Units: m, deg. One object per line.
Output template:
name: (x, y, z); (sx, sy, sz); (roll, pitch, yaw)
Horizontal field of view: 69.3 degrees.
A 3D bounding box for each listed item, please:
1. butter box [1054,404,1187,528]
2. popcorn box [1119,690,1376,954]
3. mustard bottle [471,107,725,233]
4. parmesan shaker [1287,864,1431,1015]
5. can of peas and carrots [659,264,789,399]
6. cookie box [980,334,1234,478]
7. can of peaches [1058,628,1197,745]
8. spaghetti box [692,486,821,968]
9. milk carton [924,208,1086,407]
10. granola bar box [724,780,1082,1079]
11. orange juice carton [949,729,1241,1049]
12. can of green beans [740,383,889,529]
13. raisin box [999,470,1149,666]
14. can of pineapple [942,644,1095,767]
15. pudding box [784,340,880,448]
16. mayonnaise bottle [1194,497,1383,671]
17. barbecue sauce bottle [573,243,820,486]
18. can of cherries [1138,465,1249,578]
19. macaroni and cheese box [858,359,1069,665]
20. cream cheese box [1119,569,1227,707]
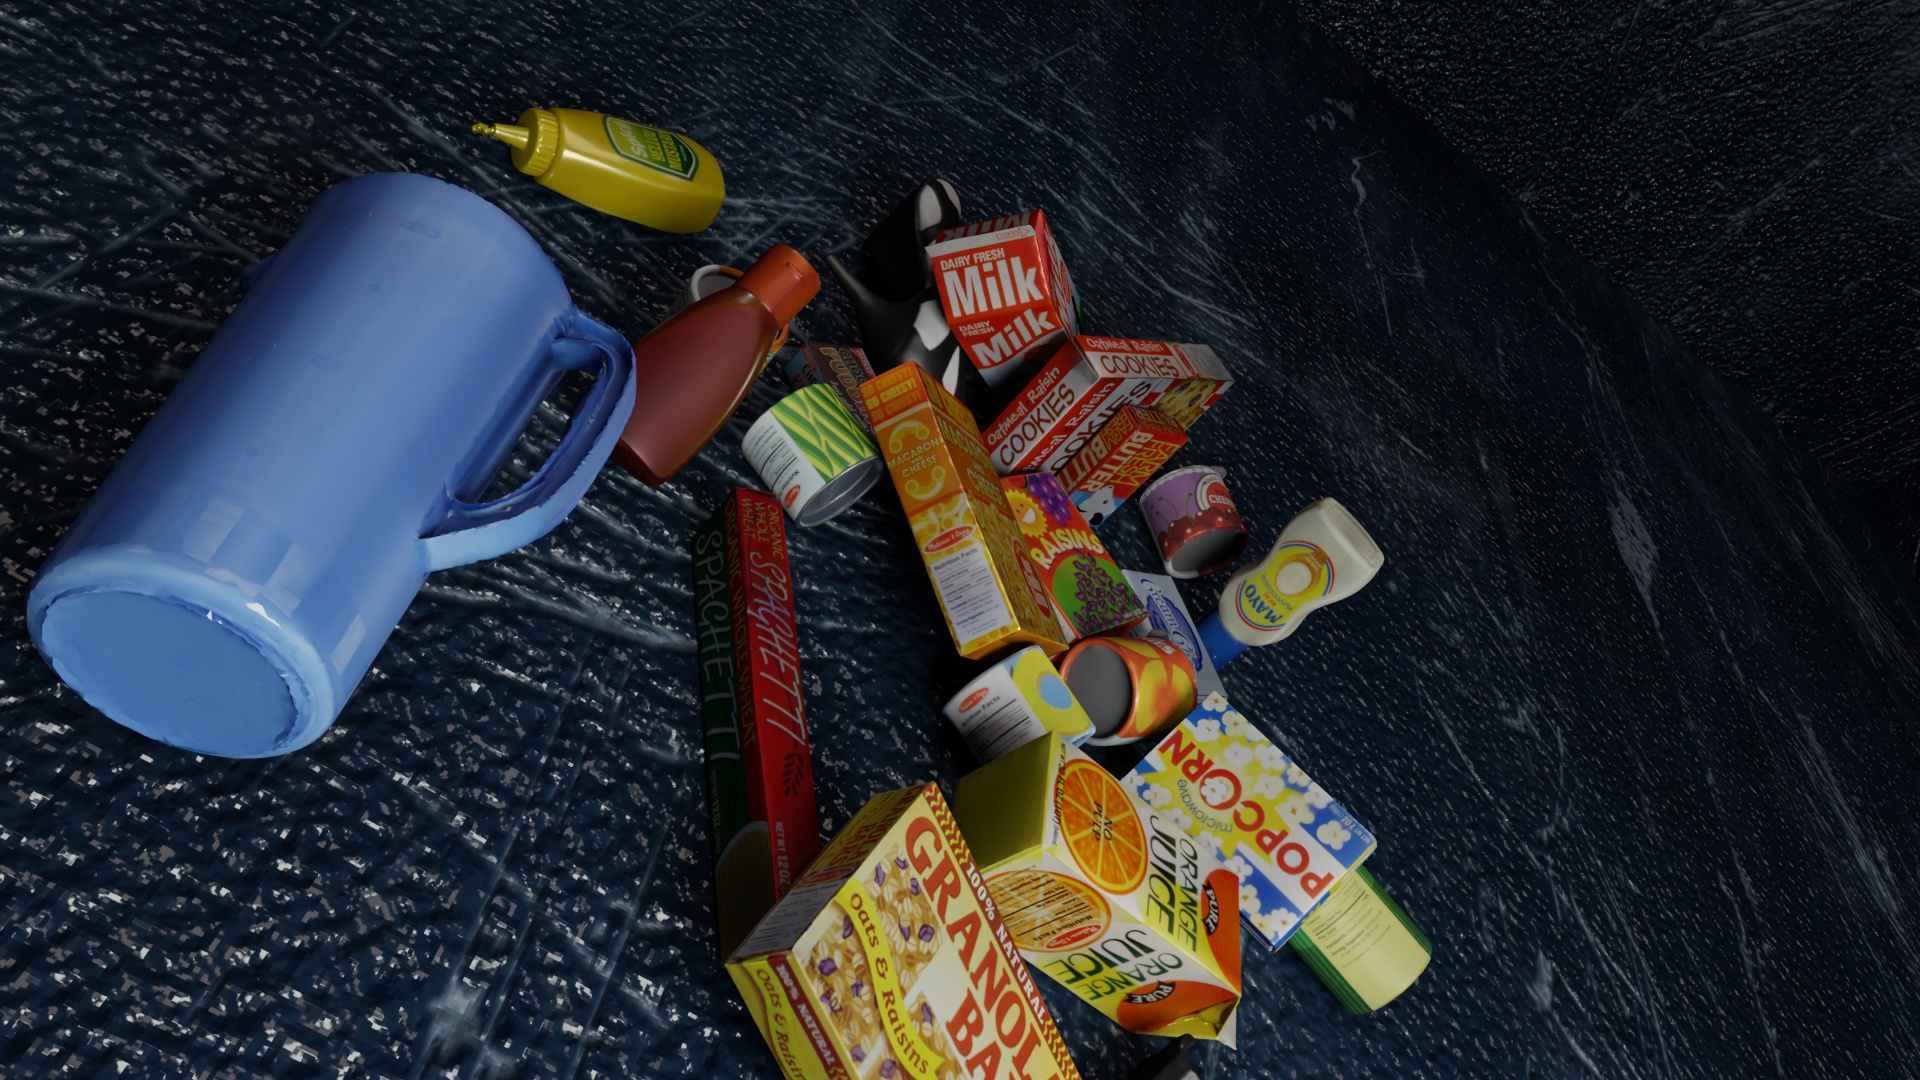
butter box: (0.105, -0.051, 0.968); (0.053, 0.103, 0.024); (8, 48, -40)
popcorn box: (0.162, 0.161, 0.800); (0.127, 0.085, 0.038); (44, -12, 23)
mustard bottle: (-0.227, -0.238, 0.872); (0.160, 0.048, 0.065); (6, 49, -43)
parmesan shaker: (0.222, 0.226, 0.837); (0.103, 0.071, 0.071); (49, 35, 5)
can of peas and carrots: (-0.142, -0.120, 0.827); (0.071, 0.058, 0.071); (27, 39, -24)
cookie box: (0.100, -0.089, 0.984); (0.168, 0.122, 0.040); (-5, 57, -48)
can of peaches: (0.101, 0.089, 0.849); (0.058, 0.071, 0.071); (4, 52, -43)
spaghetti box: (-0.100, 0.081, 0.671); (0.029, 0.050, 0.251); (20, 41, -34)
milk carton: (0.036, -0.163, 0.951); (0.190, 0.072, 0.073); (45, 38, -66)
granola bar box: (-0.017, 0.205, 0.584); (0.125, 0.039, 0.165); (-41, 109, -56)
orange juice carton: (0.082, 0.186, 0.709); (0.192, 0.072, 0.072); (40, 36, -25)
can of green beans: (-0.085, -0.049, 0.806); (0.058, 0.071, 0.071); (52, 35, 11)
raisin box: (0.056, 0.016, 0.906); (0.086, 0.040, 0.123); (-12, 63, -50)
can of pineapple: (0.034, 0.100, 0.773); (0.071, 0.070, 0.058); (-15, 66, -52)
pudding box: (-0.073, -0.085, 0.887); (0.050, 0.030, 0.084); (3, 52, -45)
mayonnaise bottle: (0.214, 0.037, 0.948); (0.065, 0.147, 0.041); (50, 35, 8)
barbecue sauce bottle: (-0.137, -0.101, 0.757); (0.065, 0.043, 0.149); (46, 71, -14)
can of cherries: (0.175, -0.014, 1.029); (0.071, 0.071, 0.058); (13, 46, -37)
macaroni and cheese box: (0.003, -0.010, 0.812); (0.167, 0.040, 0.123); (68, 12, 16)
cream cheese box: (0.138, 0.069, 0.947); (0.053, 0.024, 0.104); (10, 48, -40)
